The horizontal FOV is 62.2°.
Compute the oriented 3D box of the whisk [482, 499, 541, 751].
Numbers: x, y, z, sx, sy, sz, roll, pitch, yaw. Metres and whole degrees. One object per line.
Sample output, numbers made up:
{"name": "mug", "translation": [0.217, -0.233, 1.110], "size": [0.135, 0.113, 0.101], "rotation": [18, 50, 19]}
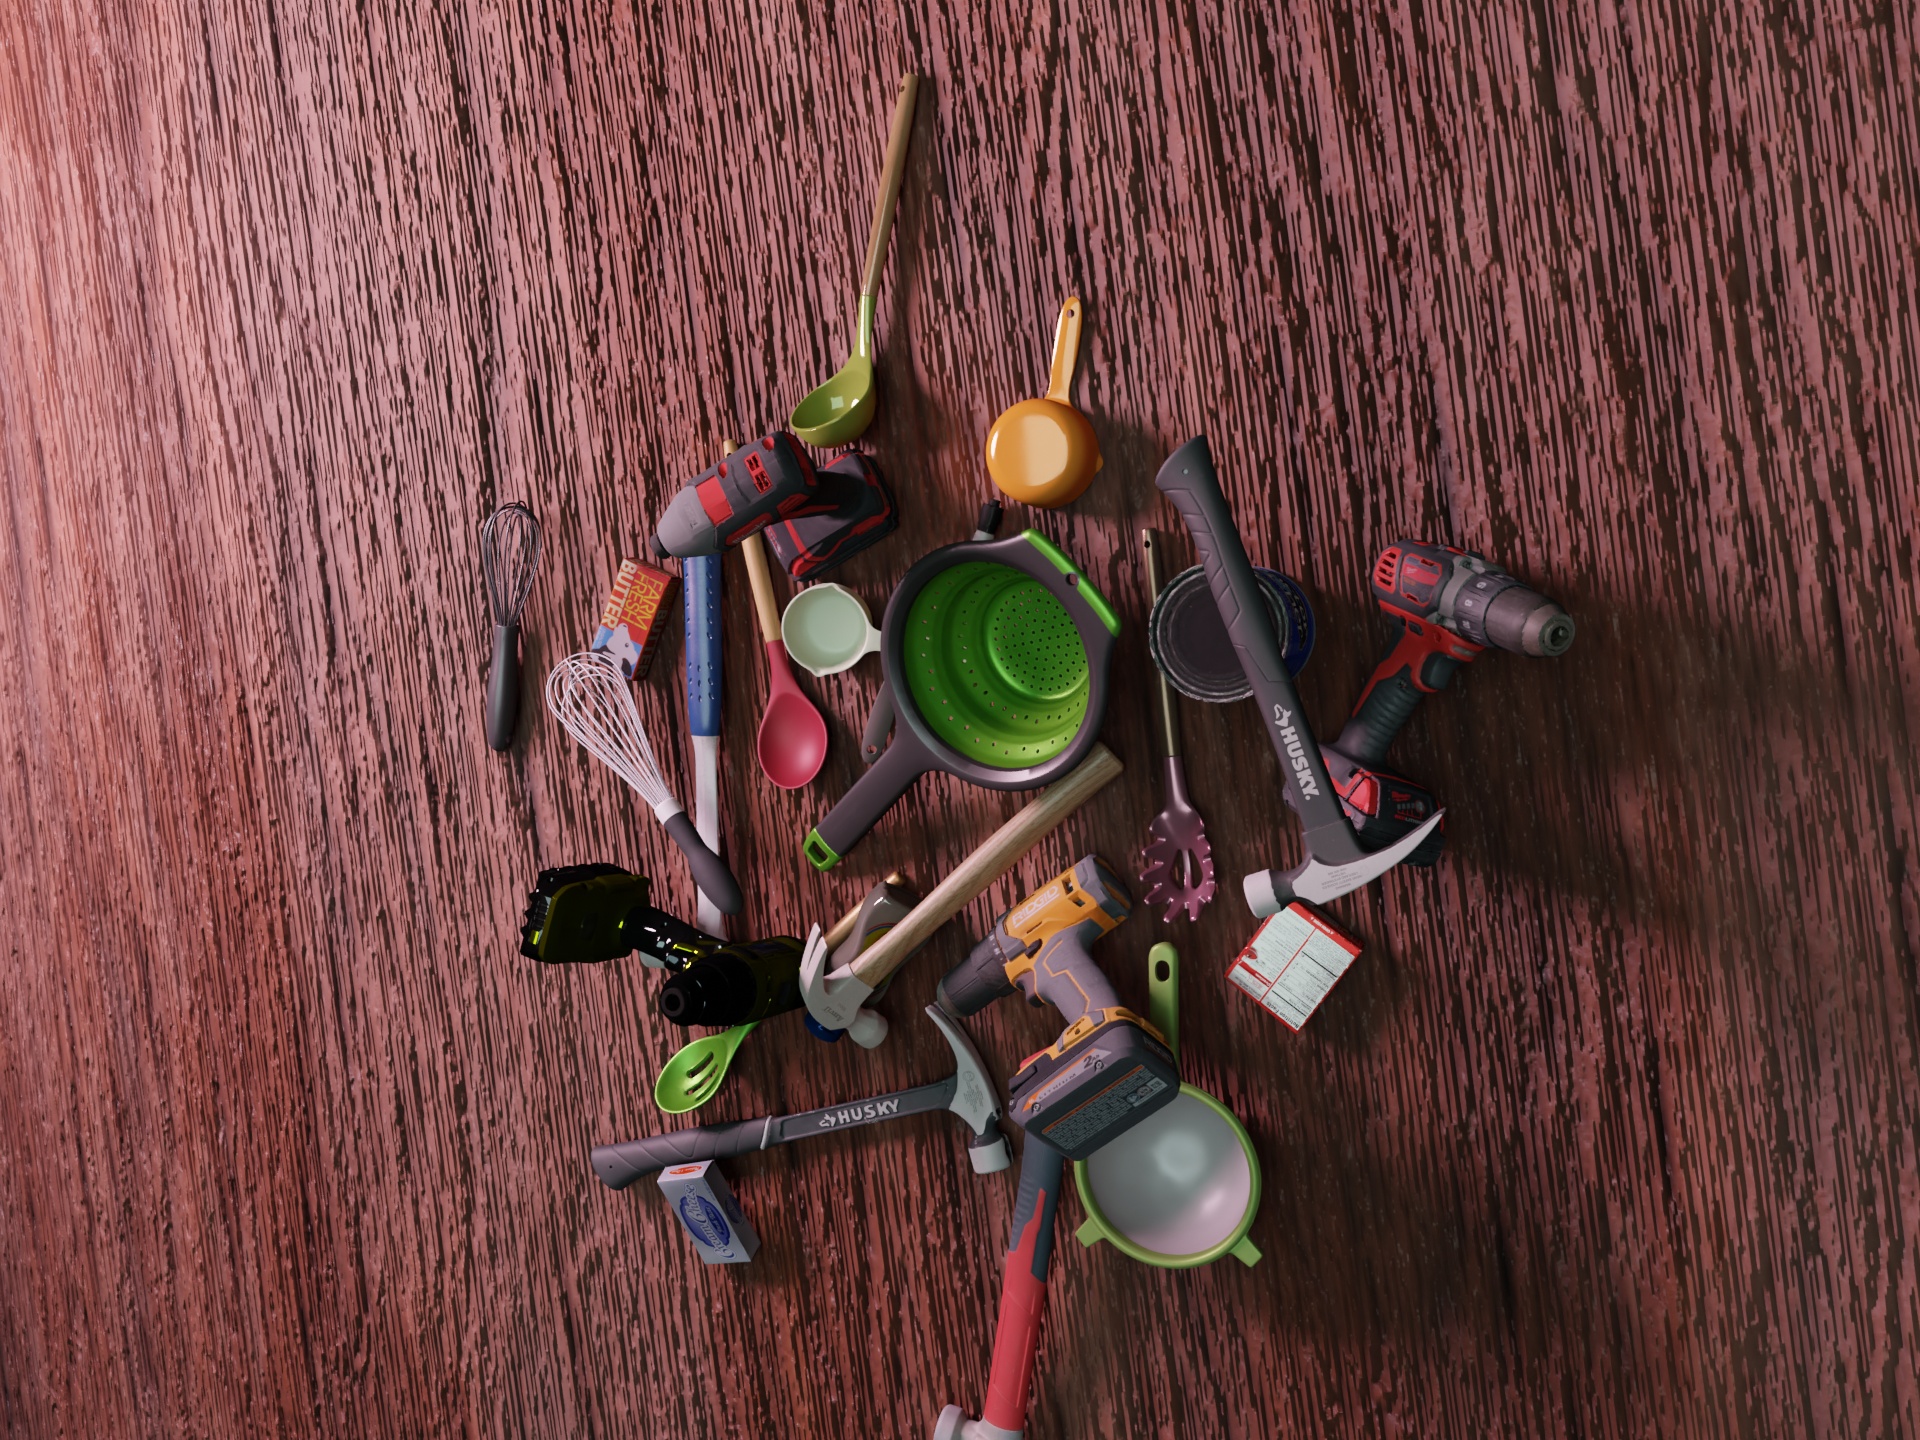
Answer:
{"name": "whisk", "translation": [-0.423, -0.087, 1.485], "size": [0.055, 0.055, 0.239], "rotation": [11, 101, 19]}

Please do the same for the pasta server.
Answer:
{"name": "pasta server", "translation": [0.166, 0.002, 1.279], "size": [0.060, 0.040, 0.316], "rotation": [-6, 90, 24]}

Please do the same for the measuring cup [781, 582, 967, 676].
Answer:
{"name": "measuring cup", "translation": [-0.069, -0.072, 1.367], "size": [0.167, 0.038, 0.083], "rotation": [11, 105, 2]}

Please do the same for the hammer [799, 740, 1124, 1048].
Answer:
{"name": "hammer", "translation": [0.001, 0.135, 1.311], "size": [0.331, 0.129, 0.031], "rotation": [-42, 41, 5]}

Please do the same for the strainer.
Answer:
{"name": "strainer", "translation": [0.171, 0.304, 1.281], "size": [0.151, 0.069, 0.256], "rotation": [-1, 90, 22]}

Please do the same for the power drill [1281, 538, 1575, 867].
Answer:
{"name": "power drill", "translation": [0.338, -0.011, 1.148], "size": [0.080, 0.188, 0.226], "rotation": [15, 103, -24]}

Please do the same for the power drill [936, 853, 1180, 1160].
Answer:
{"name": "power drill", "translation": [0.067, 0.231, 1.251], "size": [0.185, 0.226, 0.084], "rotation": [-38, 124, 17]}

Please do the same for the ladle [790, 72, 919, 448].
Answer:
{"name": "ladle", "translation": [-0.081, -0.386, 1.338], "size": [0.078, 0.062, 0.320], "rotation": [16, 96, 47]}

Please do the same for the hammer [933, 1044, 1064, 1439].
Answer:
{"name": "hammer", "translation": [0.071, 0.457, 1.323], "size": [0.143, 0.038, 0.386], "rotation": [11, 103, 18]}

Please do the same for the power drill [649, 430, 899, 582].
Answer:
{"name": "power drill", "translation": [-0.150, -0.169, 1.287], "size": [0.143, 0.219, 0.078], "rotation": [-29, 83, 19]}

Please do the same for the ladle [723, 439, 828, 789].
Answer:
{"name": "ladle", "translation": [-0.171, -0.095, 1.403], "size": [0.069, 0.031, 0.315], "rotation": [-14, 87, 18]}

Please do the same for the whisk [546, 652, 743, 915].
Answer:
{"name": "whisk", "translation": [-0.271, 0.054, 1.395], "size": [0.070, 0.070, 0.285], "rotation": [-42, 75, 17]}

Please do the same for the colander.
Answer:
{"name": "colander", "translation": [-0.002, -0.004, 1.324], "size": [0.204, 0.094, 0.397], "rotation": [49, 125, 8]}

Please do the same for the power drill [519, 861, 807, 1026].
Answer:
{"name": "power drill", "translation": [-0.251, 0.193, 1.327], "size": [0.229, 0.190, 0.080], "rotation": [18, 96, 23]}

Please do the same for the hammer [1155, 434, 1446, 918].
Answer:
{"name": "hammer", "translation": [0.218, -0.040, 1.108], "size": [0.146, 0.035, 0.335], "rotation": [-21, 86, 20]}

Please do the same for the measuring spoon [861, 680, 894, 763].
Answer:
{"name": "measuring spoon", "translation": [-0.063, -0.014, 1.358], "size": [0.034, 0.018, 0.124], "rotation": [16, 114, -5]}

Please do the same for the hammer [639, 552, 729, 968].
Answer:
{"name": "hammer", "translation": [-0.222, 0.024, 1.424], "size": [0.144, 0.035, 0.405], "rotation": [0, 93, 20]}

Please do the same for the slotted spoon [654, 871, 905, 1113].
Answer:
{"name": "slotted spoon", "translation": [-0.159, 0.243, 1.415], "size": [0.313, 0.031, 0.070], "rotation": [-45, 40, 14]}

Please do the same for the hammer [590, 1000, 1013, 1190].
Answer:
{"name": "hammer", "translation": [-0.157, 0.360, 1.421], "size": [0.409, 0.036, 0.149], "rotation": [-17, 86, 20]}

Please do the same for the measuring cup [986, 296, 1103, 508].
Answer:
{"name": "measuring cup", "translation": [0.071, -0.259, 1.289], "size": [0.095, 0.052, 0.173], "rotation": [12, 99, 19]}
